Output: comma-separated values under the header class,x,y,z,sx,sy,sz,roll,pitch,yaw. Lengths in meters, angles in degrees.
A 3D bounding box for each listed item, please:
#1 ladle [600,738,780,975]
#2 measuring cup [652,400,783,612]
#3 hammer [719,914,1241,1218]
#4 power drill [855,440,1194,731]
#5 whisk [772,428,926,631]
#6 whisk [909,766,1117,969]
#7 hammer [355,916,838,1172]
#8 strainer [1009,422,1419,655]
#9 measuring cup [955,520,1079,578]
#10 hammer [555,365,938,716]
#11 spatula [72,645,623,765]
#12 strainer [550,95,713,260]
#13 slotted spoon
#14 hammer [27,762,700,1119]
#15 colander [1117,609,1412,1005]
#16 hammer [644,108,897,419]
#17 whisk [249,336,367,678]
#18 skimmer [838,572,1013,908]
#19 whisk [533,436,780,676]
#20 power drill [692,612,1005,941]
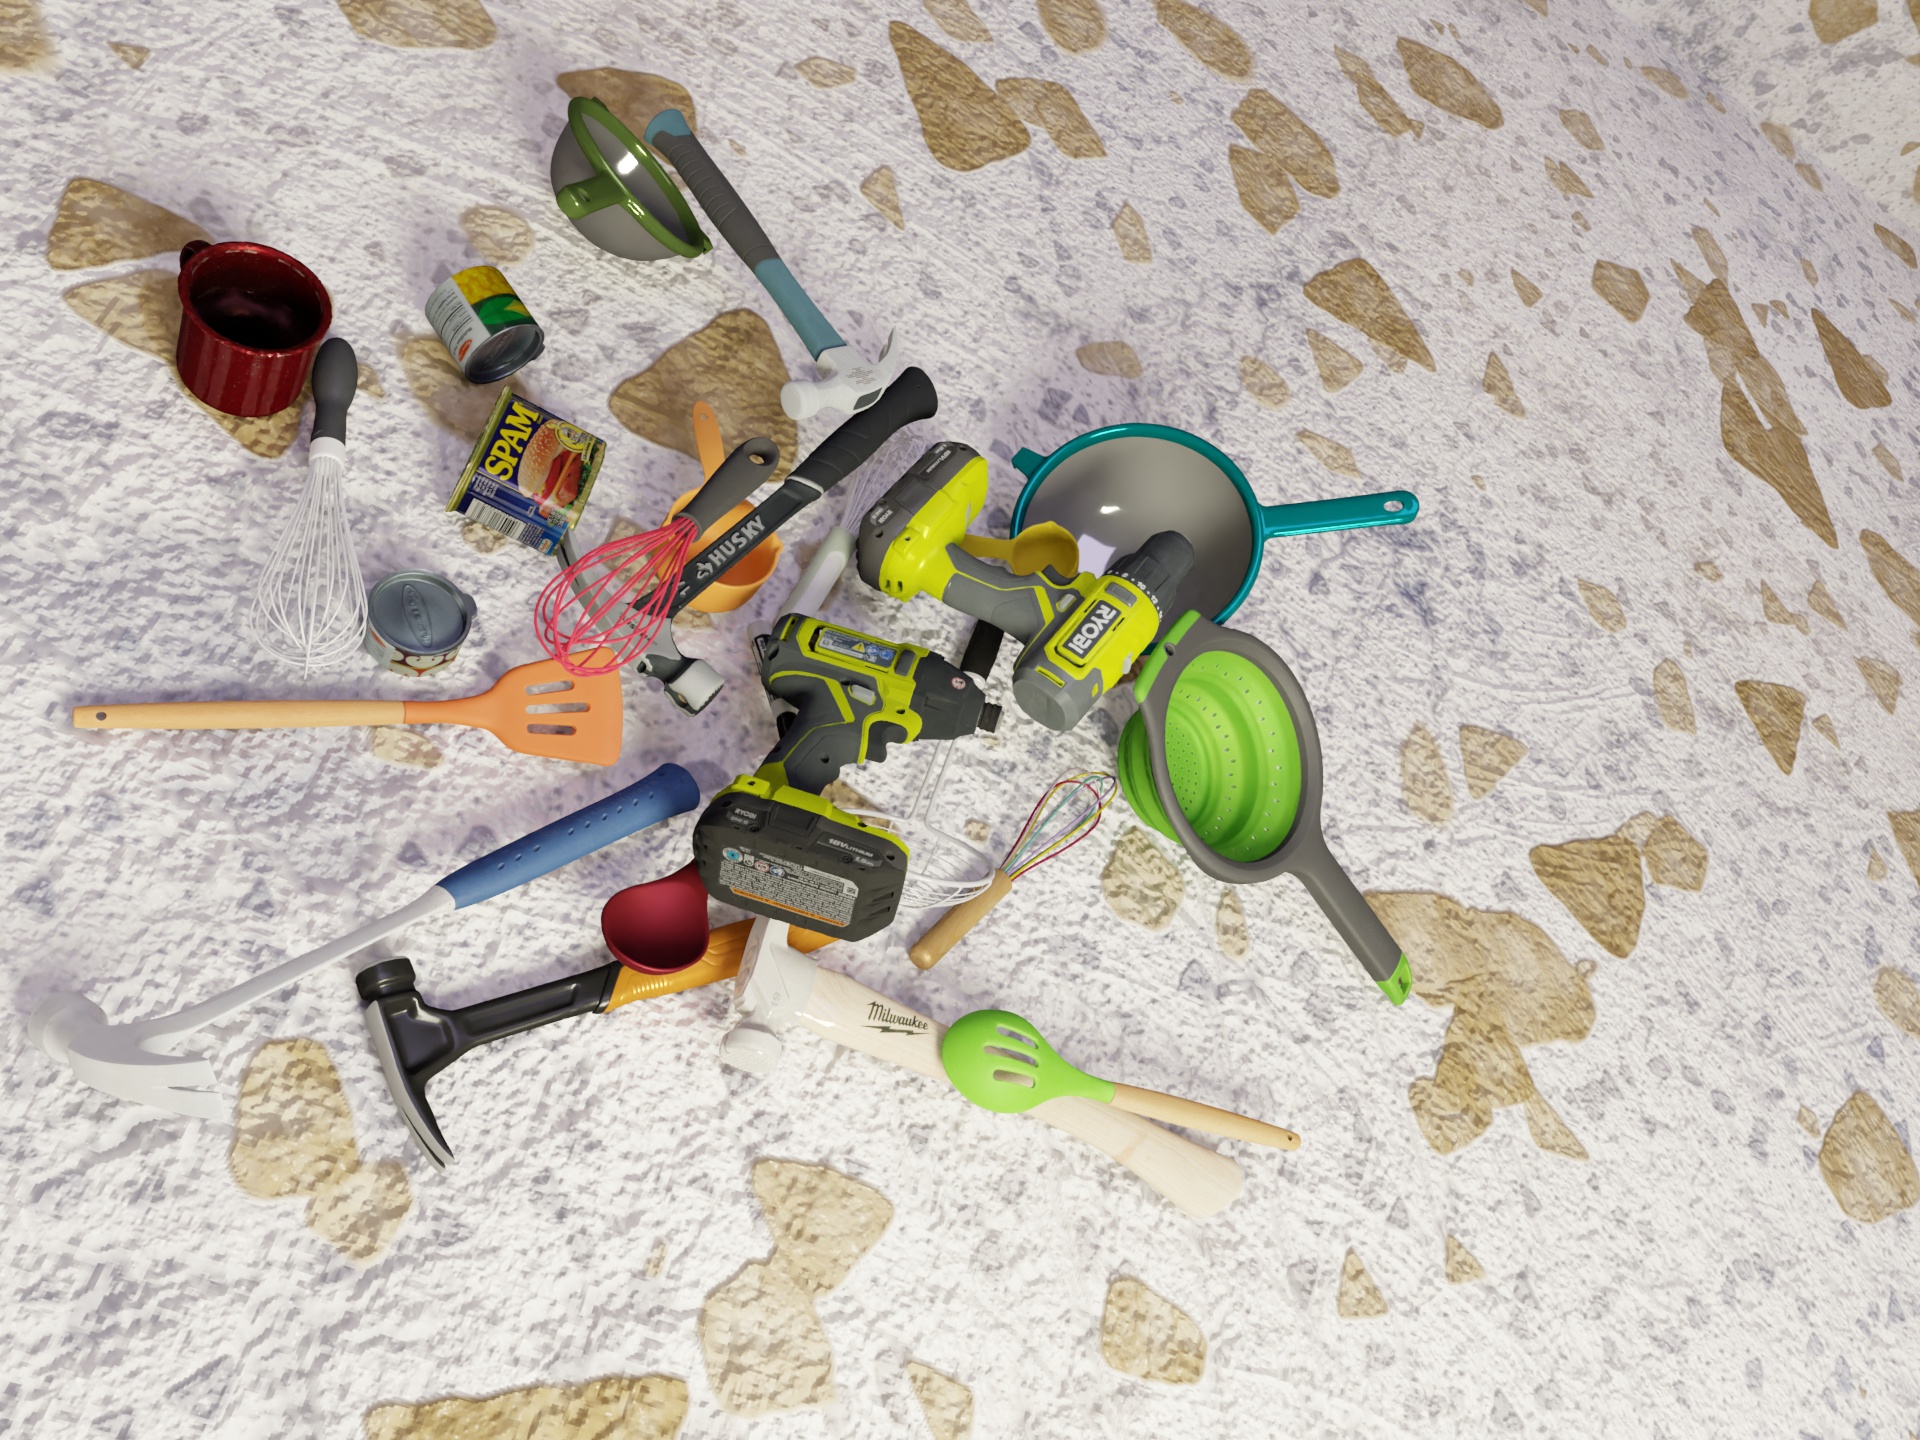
class,x,y,z,sx,sy,sz,roll,pitch,yaw
ladle,-0.153,0.066,1.086,0.069,0.031,0.316,31,40,-1
measuring cup,-0.194,-0.160,1.205,0.095,0.052,0.174,5,58,-31
hammer,0.032,0.238,1.097,0.410,0.038,0.146,29,53,-22
power drill,0.052,-0.119,1.238,0.228,0.080,0.190,34,65,16
whisk,-0.089,-0.151,1.270,0.057,0.059,0.246,53,47,-32
whisk,0.041,0.108,1.206,0.047,0.051,0.245,35,51,18
hammer,-0.200,0.170,1.015,0.336,0.034,0.127,-14,70,-37
strainer,0.213,-0.148,1.357,0.340,0.095,0.211,-7,71,2
measuring cup,0.022,-0.137,1.310,0.156,0.029,0.062,8,72,13
hammer,-0.133,-0.168,1.191,0.149,0.036,0.409,43,48,-2
spatula,-0.375,-0.006,1.003,0.322,0.041,0.081,-1,88,-31
strainer,-0.284,-0.399,1.234,0.151,0.069,0.256,51,18,-16
slotted spoon,0.124,0.263,1.112,0.313,0.031,0.070,22,56,-29
hammer,-0.312,0.112,0.941,0.405,0.144,0.035,-28,121,-46
colander,0.243,0.094,1.317,0.396,0.094,0.204,52,53,-20
hammer,-0.163,-0.376,1.288,0.128,0.033,0.331,-20,67,-38
whisk,-0.421,-0.151,1.052,0.070,0.070,0.285,10,53,-28
skimmer,-0.002,-0.004,1.205,0.127,0.090,0.364,19,51,1
whisk,-0.192,-0.119,1.063,0.073,0.073,0.296,39,41,-7
power drill,-0.072,0.030,1.062,0.171,0.080,0.223,17,46,3
